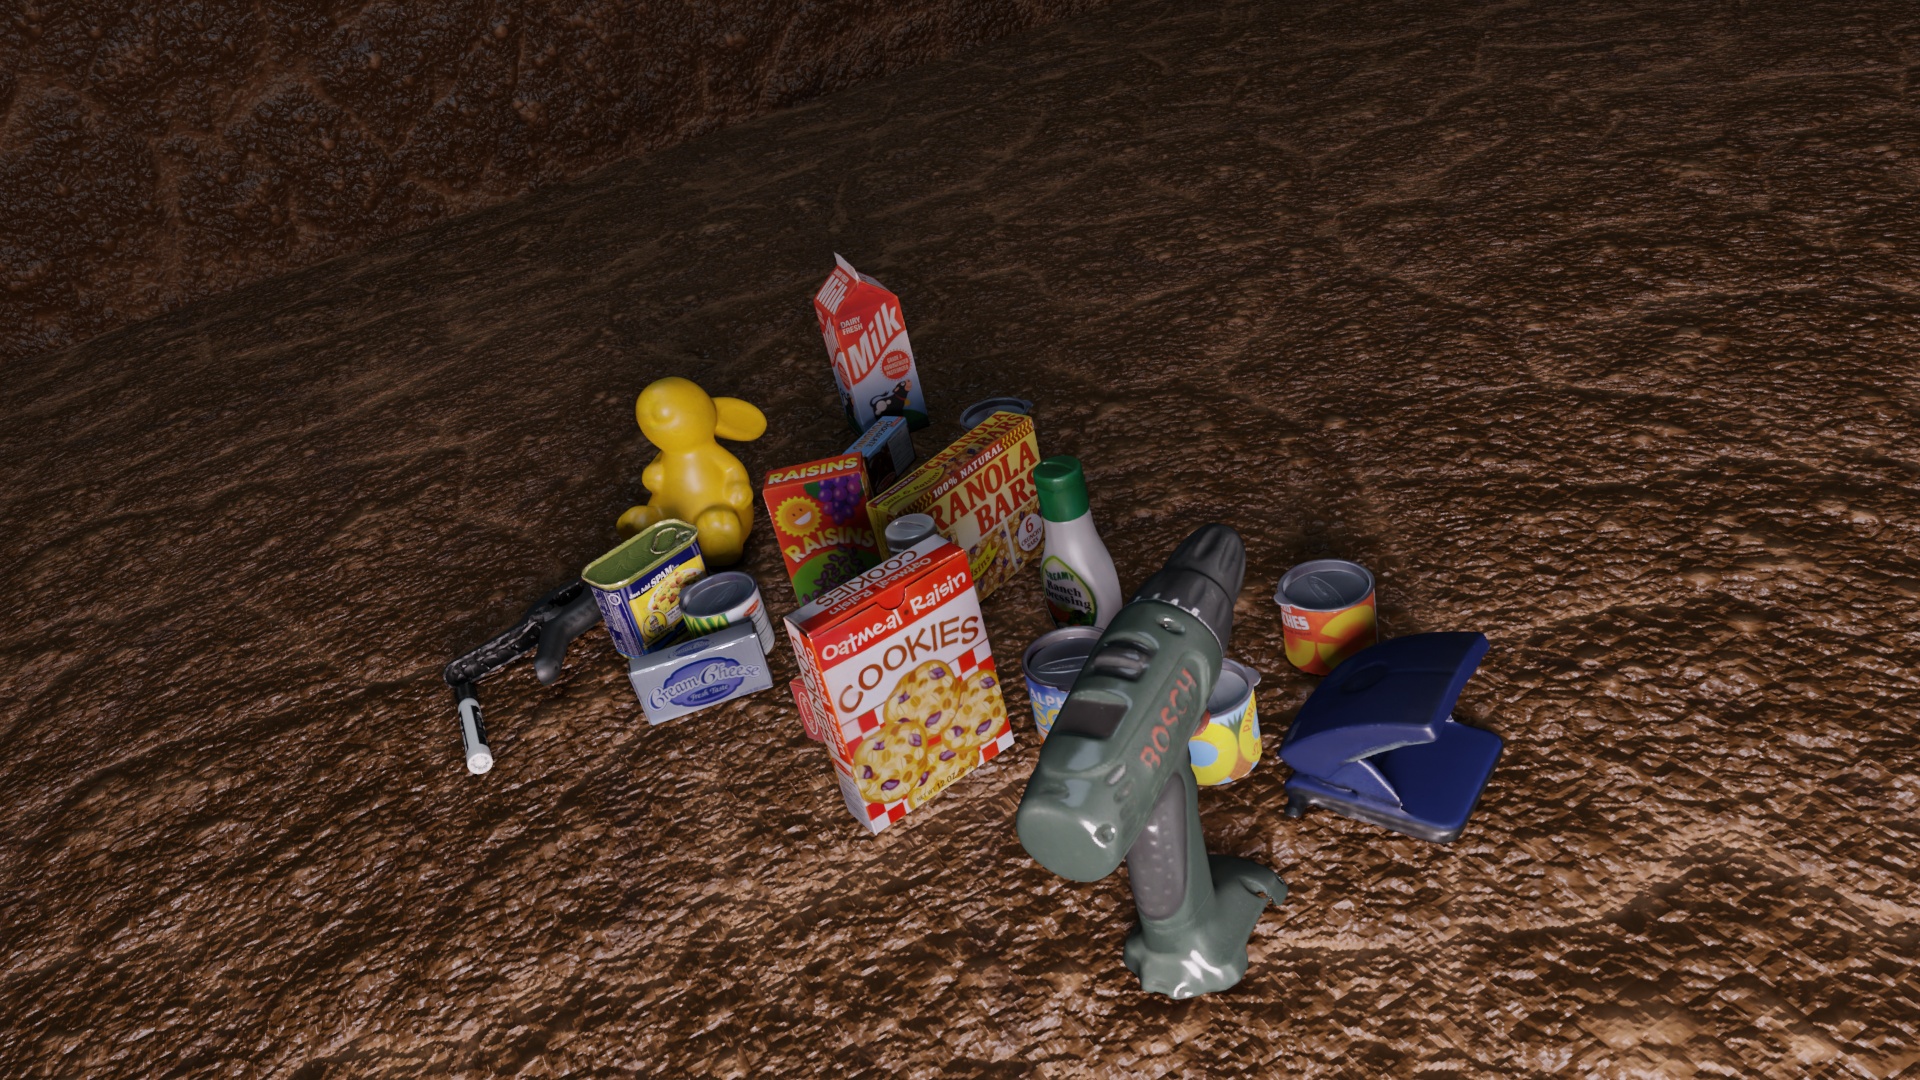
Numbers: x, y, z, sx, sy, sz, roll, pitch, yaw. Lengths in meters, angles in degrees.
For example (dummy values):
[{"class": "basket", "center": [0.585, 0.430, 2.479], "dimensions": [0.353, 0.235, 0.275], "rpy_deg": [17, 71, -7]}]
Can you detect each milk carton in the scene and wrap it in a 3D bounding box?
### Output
[{"class": "milk carton", "center": [-0.096, -0.201, 1.435], "dimensions": [0.073, 0.189, 0.072], "rpy_deg": [-22, 30, -13]}]

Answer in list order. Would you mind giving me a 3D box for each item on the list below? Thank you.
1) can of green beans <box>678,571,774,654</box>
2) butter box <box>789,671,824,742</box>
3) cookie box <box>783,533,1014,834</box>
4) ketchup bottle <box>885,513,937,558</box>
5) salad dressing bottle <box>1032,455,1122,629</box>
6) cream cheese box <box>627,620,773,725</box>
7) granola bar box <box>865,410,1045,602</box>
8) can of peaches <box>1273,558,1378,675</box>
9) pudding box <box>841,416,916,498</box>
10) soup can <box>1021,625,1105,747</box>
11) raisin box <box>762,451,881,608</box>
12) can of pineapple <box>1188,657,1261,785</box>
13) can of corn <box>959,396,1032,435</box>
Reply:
[{"class": "can of green beans", "center": [-0.193, 0.067, 1.153], "dimensions": [0.071, 0.057, 0.071], "rpy_deg": [-10, 30, 6]}, {"class": "butter box", "center": [-0.084, 0.101, 1.056], "dimensions": [0.024, 0.053, 0.104], "rpy_deg": [9, 37, 34]}, {"class": "cookie box", "center": [-0.036, 0.096, 0.929], "dimensions": [0.123, 0.166, 0.040], "rpy_deg": [-29, 33, -25]}, {"class": "ketchup bottle", "center": [-0.021, 0.052, 1.015], "dimensions": [0.065, 0.148, 0.044], "rpy_deg": [10, 37, 35]}, {"class": "salad dressing bottle", "center": [0.085, 0.008, 1.048], "dimensions": [0.064, 0.147, 0.044], "rpy_deg": [17, 42, 42]}, {"class": "cream cheese box", "center": [-0.205, 0.105, 1.099], "dimensions": [0.104, 0.053, 0.024], "rpy_deg": [-18, 30, -6]}, {"class": "granola bar box", "center": [0.004, -0.014, 1.143], "dimensions": [0.039, 0.123, 0.166], "rpy_deg": [15, 41, 41]}, {"class": "can of peaches", "center": [0.259, 0.055, 0.984], "dimensions": [0.071, 0.057, 0.071], "rpy_deg": [-10, 30, 6]}, {"class": "pudding box", "center": [-0.079, -0.083, 1.369], "dimensions": [0.030, 0.049, 0.084], "rpy_deg": [4, 34, 29]}, {"class": "soup can", "center": [0.081, 0.112, 0.937], "dimensions": [0.071, 0.083, 0.072], "rpy_deg": [-11, 30, 6]}, {"class": "raisin box", "center": [-0.110, -0.007, 1.179], "dimensions": [0.086, 0.122, 0.040], "rpy_deg": [-11, 30, 5]}, {"class": "can of pineapple", "center": [0.165, 0.119, 0.916], "dimensions": [0.071, 0.057, 0.071], "rpy_deg": [-10, 30, 6]}, {"class": "can of corn", "center": [0.040, -0.098, 1.335], "dimensions": [0.071, 0.058, 0.071], "rpy_deg": [-10, 30, 6]}]
